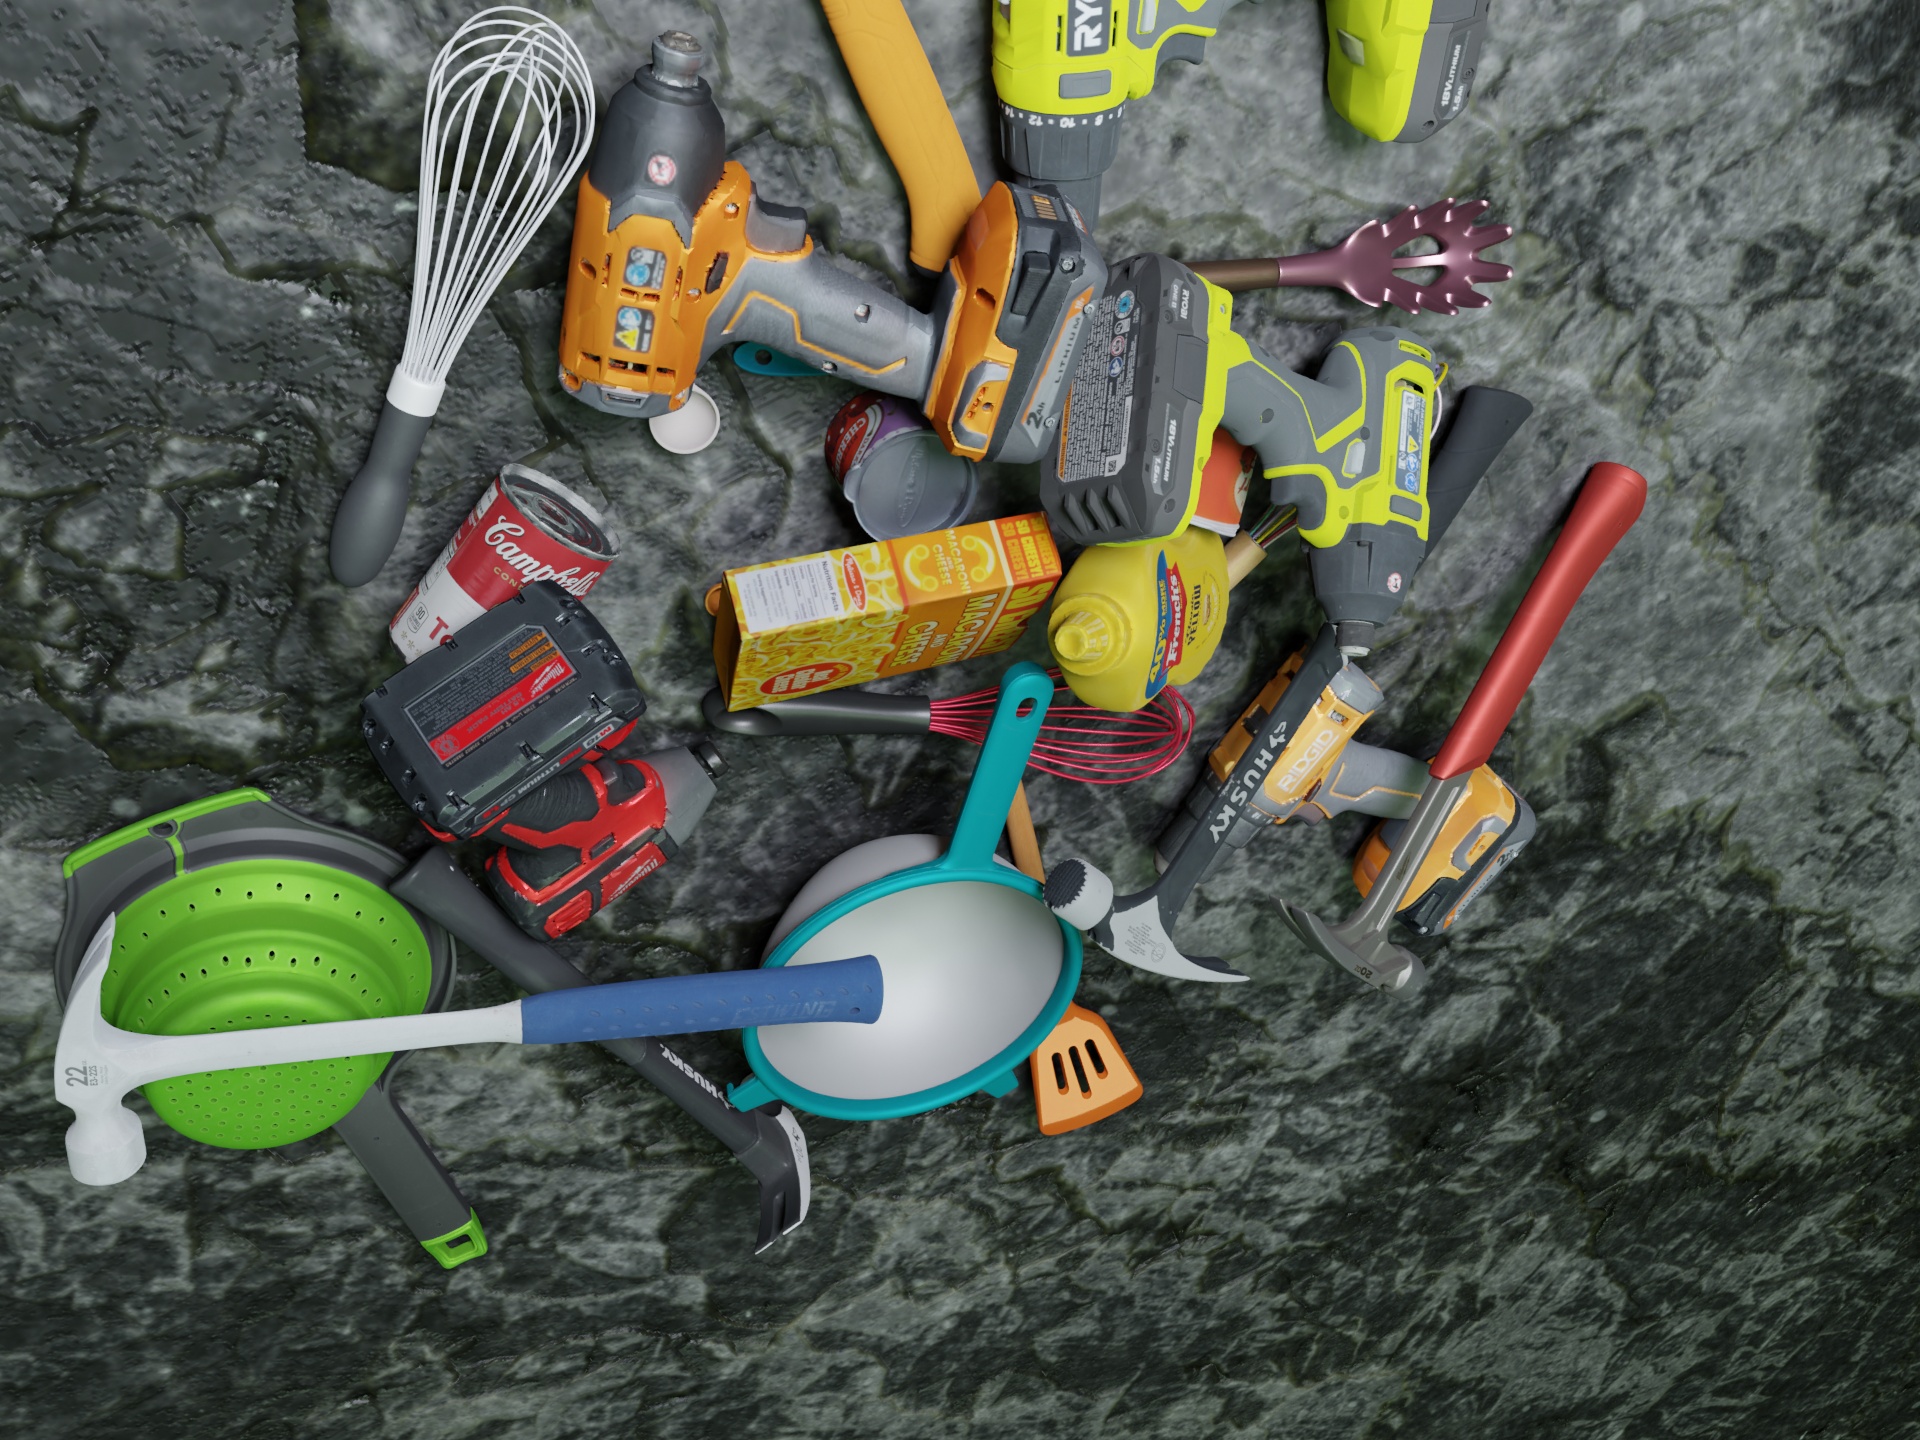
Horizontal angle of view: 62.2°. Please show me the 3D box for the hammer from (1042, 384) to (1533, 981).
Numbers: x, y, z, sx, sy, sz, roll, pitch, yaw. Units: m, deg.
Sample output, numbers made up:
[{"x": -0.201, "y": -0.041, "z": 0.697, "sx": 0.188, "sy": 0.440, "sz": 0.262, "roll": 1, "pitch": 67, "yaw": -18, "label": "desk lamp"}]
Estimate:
[{"x": 0.213, "y": -0.026, "z": 0.934, "sx": 0.149, "sy": 0.036, "sz": 0.409, "roll": 36, "pitch": 87, "yaw": -32, "label": "hammer"}]

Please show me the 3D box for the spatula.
[{"x": 0.060, "y": 0.152, "z": 1.062, "sx": 0.081, "sy": 0.041, "sz": 0.322, "roll": -20, "pitch": 127, "yaw": -8, "label": "spatula"}]

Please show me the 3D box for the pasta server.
[{"x": 0.143, "y": -0.233, "z": 0.830, "sx": 0.316, "sy": 0.040, "sz": 0.060, "roll": -9, "pitch": 103, "yaw": -17, "label": "pasta server"}]

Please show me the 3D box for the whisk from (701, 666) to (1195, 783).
[{"x": -0.001, "y": -0.003, "z": 0.921, "sx": 0.295, "sy": 0.073, "sz": 0.073, "roll": 2, "pitch": 122, "yaw": -16, "label": "whisk"}]

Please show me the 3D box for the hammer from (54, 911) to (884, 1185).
[{"x": -0.237, "y": 0.152, "z": 0.817, "sx": 0.405, "sy": 0.035, "sz": 0.144, "roll": -2, "pitch": 121, "yaw": -20, "label": "hammer"}]

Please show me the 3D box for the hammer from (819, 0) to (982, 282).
[{"x": -0.049, "y": -0.340, "z": 0.681, "sx": 0.127, "sy": 0.034, "sz": 0.336, "roll": -29, "pitch": 129, "yaw": -1, "label": "hammer"}]

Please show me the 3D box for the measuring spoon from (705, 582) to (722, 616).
[{"x": -0.083, "y": -0.078, "z": 0.865, "sx": 0.117, "sy": 0.011, "sz": 0.021, "roll": -16, "pitch": 128, "yaw": -17, "label": "measuring spoon"}]

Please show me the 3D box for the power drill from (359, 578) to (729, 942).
[{"x": -0.195, "y": 0.028, "z": 0.802, "sx": 0.143, "sy": 0.079, "sz": 0.219, "roll": -36, "pitch": 159, "yaw": -11, "label": "power drill"}]

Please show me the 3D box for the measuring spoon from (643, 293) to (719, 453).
[{"x": -0.142, "y": -0.189, "z": 0.762, "sx": 0.034, "sy": 0.018, "sz": 0.124, "roll": -12, "pitch": 120, "yaw": -9, "label": "measuring spoon"}]

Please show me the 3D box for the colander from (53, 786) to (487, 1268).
[{"x": -0.356, "y": 0.221, "z": 0.901, "sx": 0.204, "sy": 0.095, "sz": 0.396, "roll": -22, "pitch": 128, "yaw": -8, "label": "colander"}]

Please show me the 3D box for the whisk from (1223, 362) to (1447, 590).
[{"x": 0.187, "y": -0.120, "z": 0.926, "sx": 0.245, "sy": 0.047, "sz": 0.051, "roll": -44, "pitch": 130, "yaw": 15, "label": "whisk"}]

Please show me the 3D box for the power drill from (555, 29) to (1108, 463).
[{"x": -0.056, "y": -0.203, "z": 0.706, "sx": 0.226, "sy": 0.084, "sz": 0.164, "roll": 6, "pitch": 130, "yaw": -16, "label": "power drill"}]

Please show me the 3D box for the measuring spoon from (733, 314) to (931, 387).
[{"x": -0.050, "y": -0.183, "z": 0.801, "sx": 0.128, "sy": 0.021, "sz": 0.042, "roll": -4, "pitch": 89, "yaw": -10, "label": "measuring spoon"}]

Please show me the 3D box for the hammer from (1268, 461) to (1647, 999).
[{"x": 0.318, "y": -0.006, "z": 0.979, "sx": 0.149, "sy": 0.037, "sz": 0.359, "roll": 35, "pitch": 83, "yaw": -41, "label": "hammer"}]

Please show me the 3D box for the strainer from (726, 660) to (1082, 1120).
[{"x": -0.021, "y": 0.090, "z": 0.944, "sx": 0.211, "sy": 0.095, "sz": 0.340, "roll": 3, "pitch": 124, "yaw": -24, "label": "strainer"}]

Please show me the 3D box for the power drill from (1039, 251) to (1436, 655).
[{"x": 0.152, "y": -0.131, "z": 0.801, "sx": 0.223, "sy": 0.080, "sz": 0.171, "roll": 10, "pitch": 83, "yaw": -36, "label": "power drill"}]

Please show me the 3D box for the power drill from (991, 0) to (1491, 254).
[{"x": 0.123, "y": -0.320, "z": 0.741, "sx": 0.228, "sy": 0.080, "sz": 0.190, "roll": -11, "pitch": 131, "yaw": -13, "label": "power drill"}]

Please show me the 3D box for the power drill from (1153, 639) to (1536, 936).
[{"x": 0.251, "y": 0.067, "z": 1.060, "sx": 0.226, "sy": 0.084, "sz": 0.185, "roll": 28, "pitch": 108, "yaw": -30, "label": "power drill"}]

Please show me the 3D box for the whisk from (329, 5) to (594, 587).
[{"x": -0.231, "y": -0.175, "z": 0.707, "sx": 0.070, "sy": 0.070, "sz": 0.284, "roll": 14, "pitch": 121, "yaw": -30, "label": "whisk"}]

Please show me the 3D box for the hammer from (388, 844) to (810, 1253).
[{"x": -0.201, "y": 0.185, "z": 0.929, "sx": 0.035, "sy": 0.146, "sz": 0.334, "roll": -37, "pitch": 122, "yaw": 7, "label": "hammer"}]
